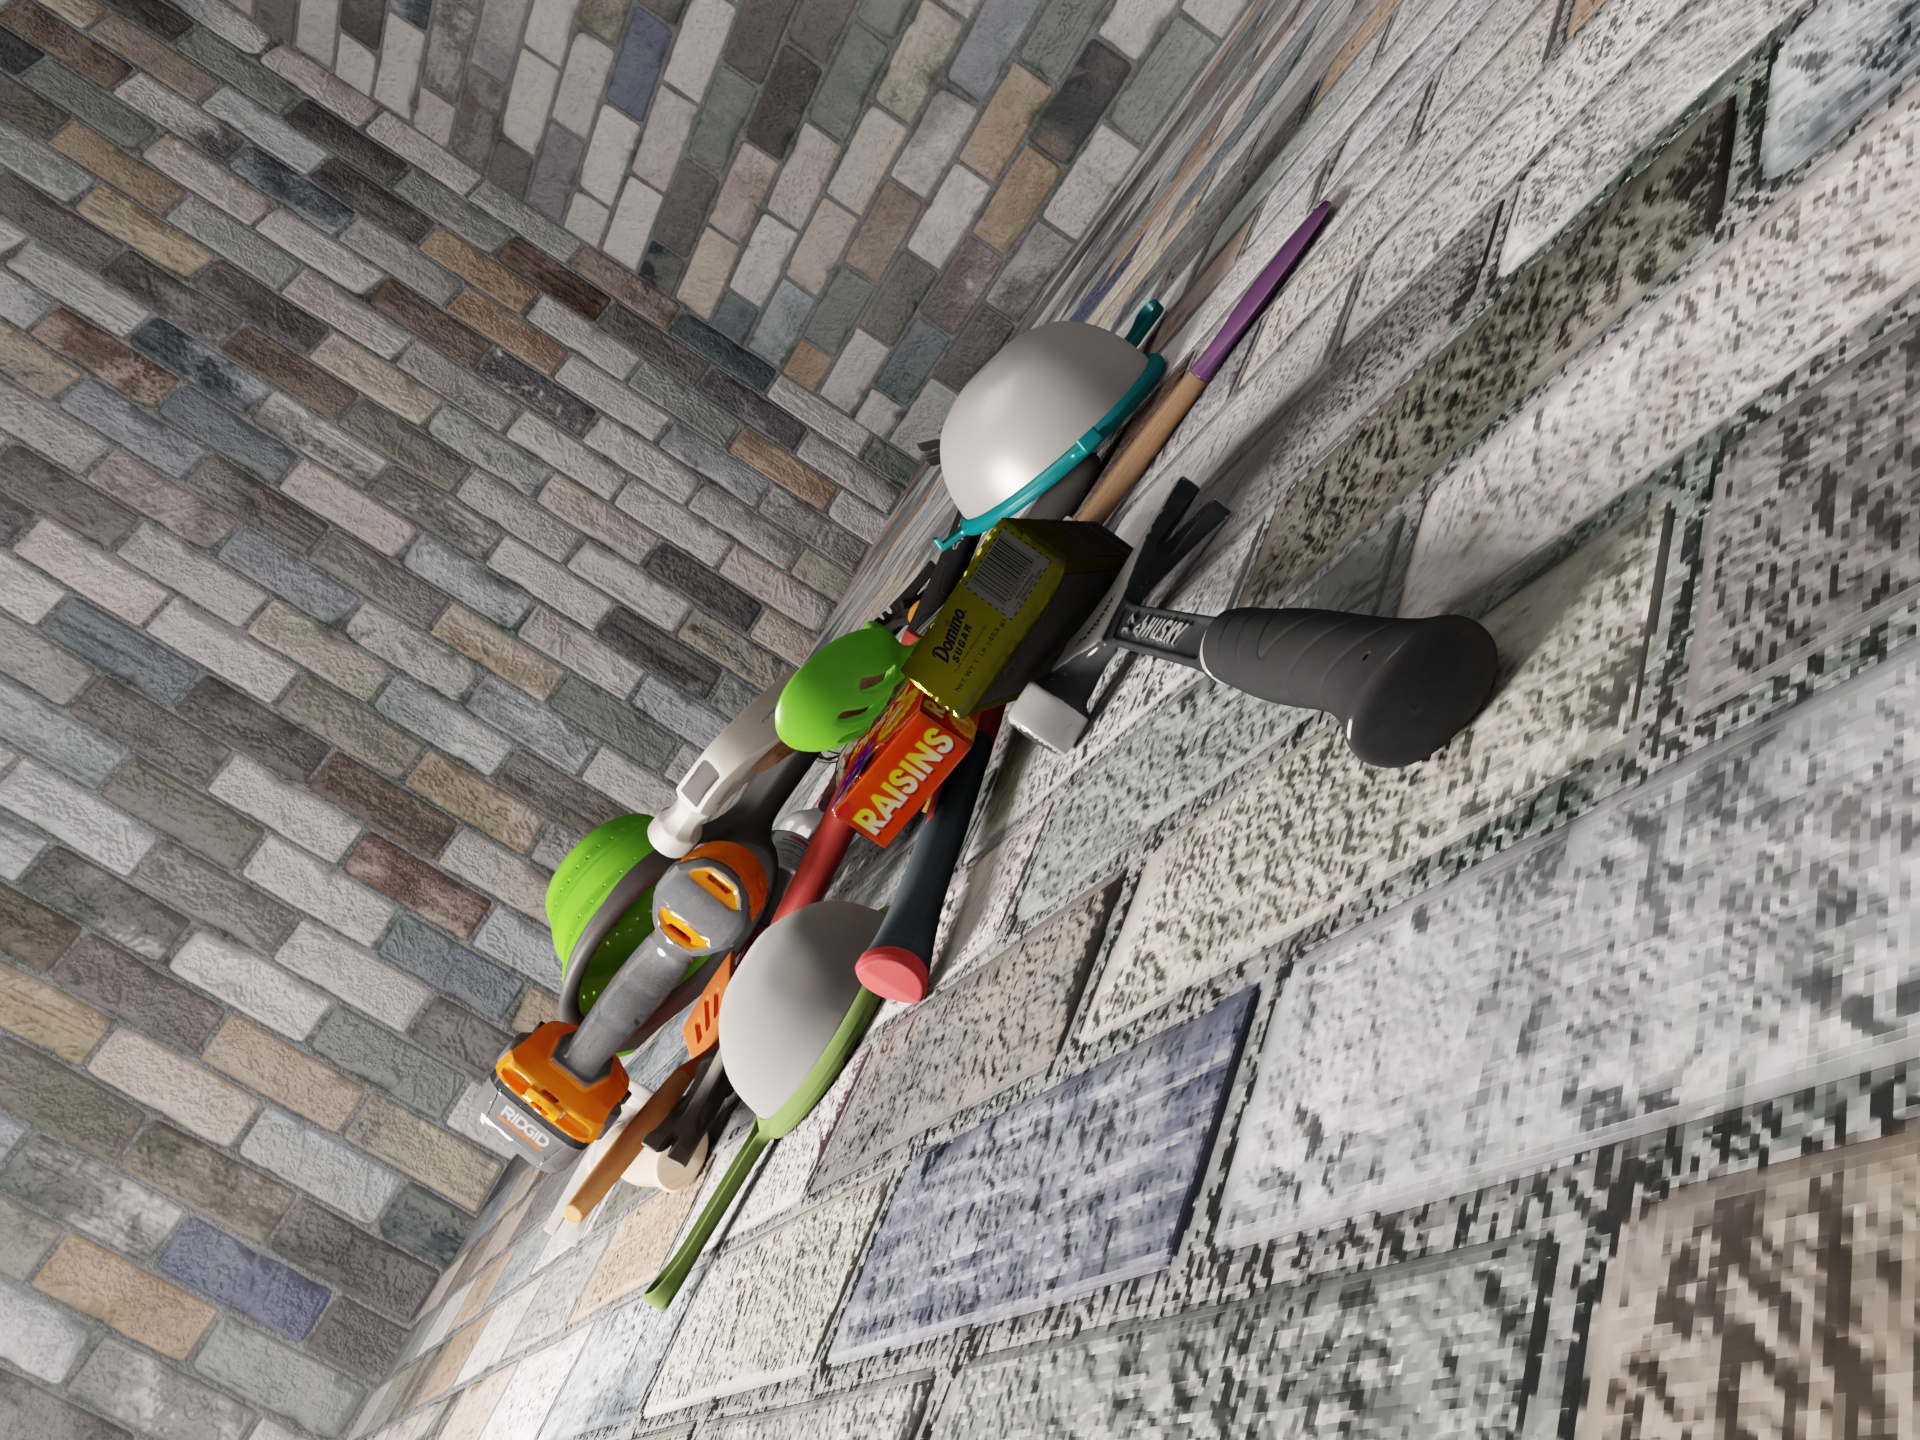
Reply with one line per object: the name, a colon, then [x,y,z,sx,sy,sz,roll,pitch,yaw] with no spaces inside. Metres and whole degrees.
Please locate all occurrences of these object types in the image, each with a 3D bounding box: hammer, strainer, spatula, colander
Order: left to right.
hammer: [-0.256,0.347,1.230,0.146,0.038,0.410,-62,10,-21]
spatula: [-0.209,0.252,1.093,0.081,0.041,0.323,-57,-1,16]
colander: [-0.195,0.072,1.186,0.397,0.095,0.204,-54,-24,7]
strainer: [-0.123,0.201,0.898,0.256,0.069,0.151,-59,9,-17]
hammer: [-0.100,0.109,1.019,0.359,0.036,0.149,-63,-2,7]
hammer: [-0.075,-0.014,1.075,0.130,0.031,0.331,-49,-9,34]
strainer: [-0.095,0.050,1.386,0.258,0.050,0.087,-53,-5,8]
hammer: [-0.030,-0.111,1.556,0.127,0.034,0.337,-46,10,-7]
hammer: [-0.017,-0.121,1.379,0.035,0.146,0.335,53,-128,-52]
hammer: [0.011,0.015,0.920,0.143,0.038,0.387,-50,11,32]
strainer: [0.081,-0.291,1.314,0.211,0.095,0.340,-29,20,45]
spatula: [0.141,-0.206,1.047,0.316,0.018,0.060,-53,9,19]
hammer: [0.101,-0.033,0.611,0.149,0.036,0.409,-56,9,1]

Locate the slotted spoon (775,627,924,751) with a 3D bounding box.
slotted spoon: [0.000,-0.050,0.860,0.314,0.031,0.070,-35,-29,-56]

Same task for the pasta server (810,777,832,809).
pasta server: [-0.117,0.048,1.506,0.316,0.040,0.060,-54,-2,17]

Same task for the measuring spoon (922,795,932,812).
measuring spoon: [-0.002,0.023,1.061,0.021,0.011,0.117,-64,-1,41]

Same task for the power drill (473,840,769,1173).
power drill: [-0.211,0.176,1.061,0.226,0.084,0.164,-51,1,3]

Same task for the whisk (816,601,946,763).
whisk: [-0.035,-0.056,1.298,0.246,0.057,0.059,-47,47,-14]

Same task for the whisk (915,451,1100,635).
whisk: [0.032,-0.112,1.242,0.239,0.055,0.055,-52,9,6]
